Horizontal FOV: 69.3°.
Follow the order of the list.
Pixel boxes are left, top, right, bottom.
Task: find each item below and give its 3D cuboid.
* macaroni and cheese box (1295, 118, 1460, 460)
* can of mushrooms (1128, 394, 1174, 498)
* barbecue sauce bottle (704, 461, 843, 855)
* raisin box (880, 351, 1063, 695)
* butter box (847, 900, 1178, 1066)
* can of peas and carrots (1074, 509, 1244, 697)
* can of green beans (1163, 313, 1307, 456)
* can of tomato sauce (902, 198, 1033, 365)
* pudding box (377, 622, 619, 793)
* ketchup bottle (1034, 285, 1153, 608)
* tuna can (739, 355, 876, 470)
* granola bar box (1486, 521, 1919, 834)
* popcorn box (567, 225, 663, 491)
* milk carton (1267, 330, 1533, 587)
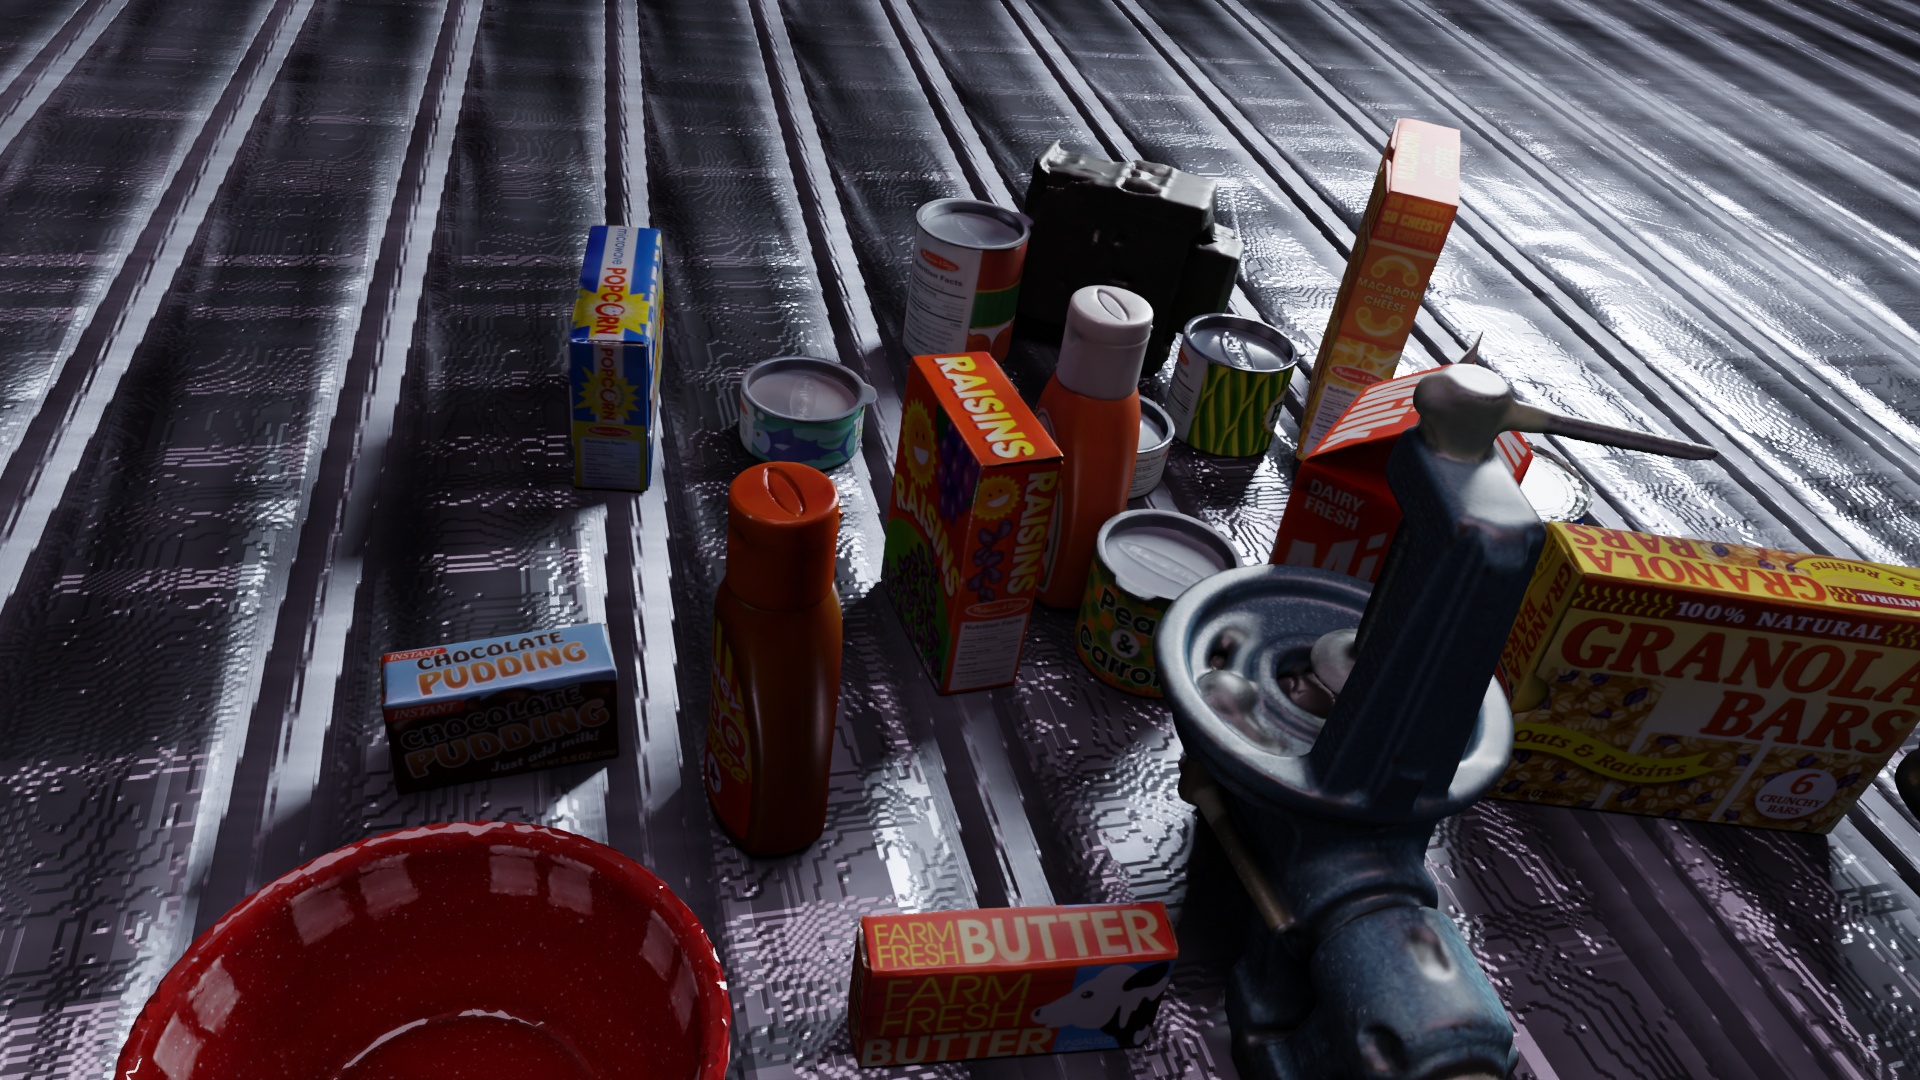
[{"bbox_3d":[0.237,-0.140,0.792,0.040,0.165,0.124,16,37,9],"label":"macaroni and cheese box"},{"bbox_3d":[0.078,-0.054,0.753,0.071,0.033,0.071,6,37,-5],"label":"can of mushrooms"},{"bbox_3d":[-0.066,0.042,0.497,0.044,0.147,0.065,-10,41,-24],"label":"barbecue sauce bottle"},{"bbox_3d":[0.002,-0.008,0.599,0.040,0.122,0.086,-6,39,-21],"label":"raisin box"},{"bbox_3d":[0.016,0.146,0.457,0.103,0.052,0.024,1,37,-12],"label":"butter box"},{"bbox_3d":[0.087,0.029,0.623,0.071,0.058,0.071,6,37,-5],"label":"can of peas and carrots"},{"bbox_3d":[0.154,-0.089,0.797,0.071,0.057,0.071,6,37,-5],"label":"can of green beans"},{"bbox_3d":[0.004,-0.151,0.824,0.071,0.082,0.071,6,37,-5],"label":"can of tomato sauce"},{"bbox_3d":[-0.173,0.062,0.528,0.084,0.049,0.030,-7,40,-21],"label":"pudding box"},{"bbox_3d":[0.056,-0.043,0.637,0.043,0.148,0.065,-6,39,-20],"label":"ketchup bottle"},{"bbox_3d":[-0.081,-0.067,0.736,0.071,0.032,0.071,6,37,-5],"label":"tuna can"},{"bbox_3d":[0.306,0.060,0.576,0.166,0.123,0.039,7,36,-4],"label":"granola bar box"},{"bbox_3d":[-0.174,-0.096,0.708,0.038,0.084,0.127,2,37,-10],"label":"popcorn box"},{"bbox_3d":[0.167,0.010,0.557,0.073,0.189,0.073,26,40,21],"label":"milk carton"}]
